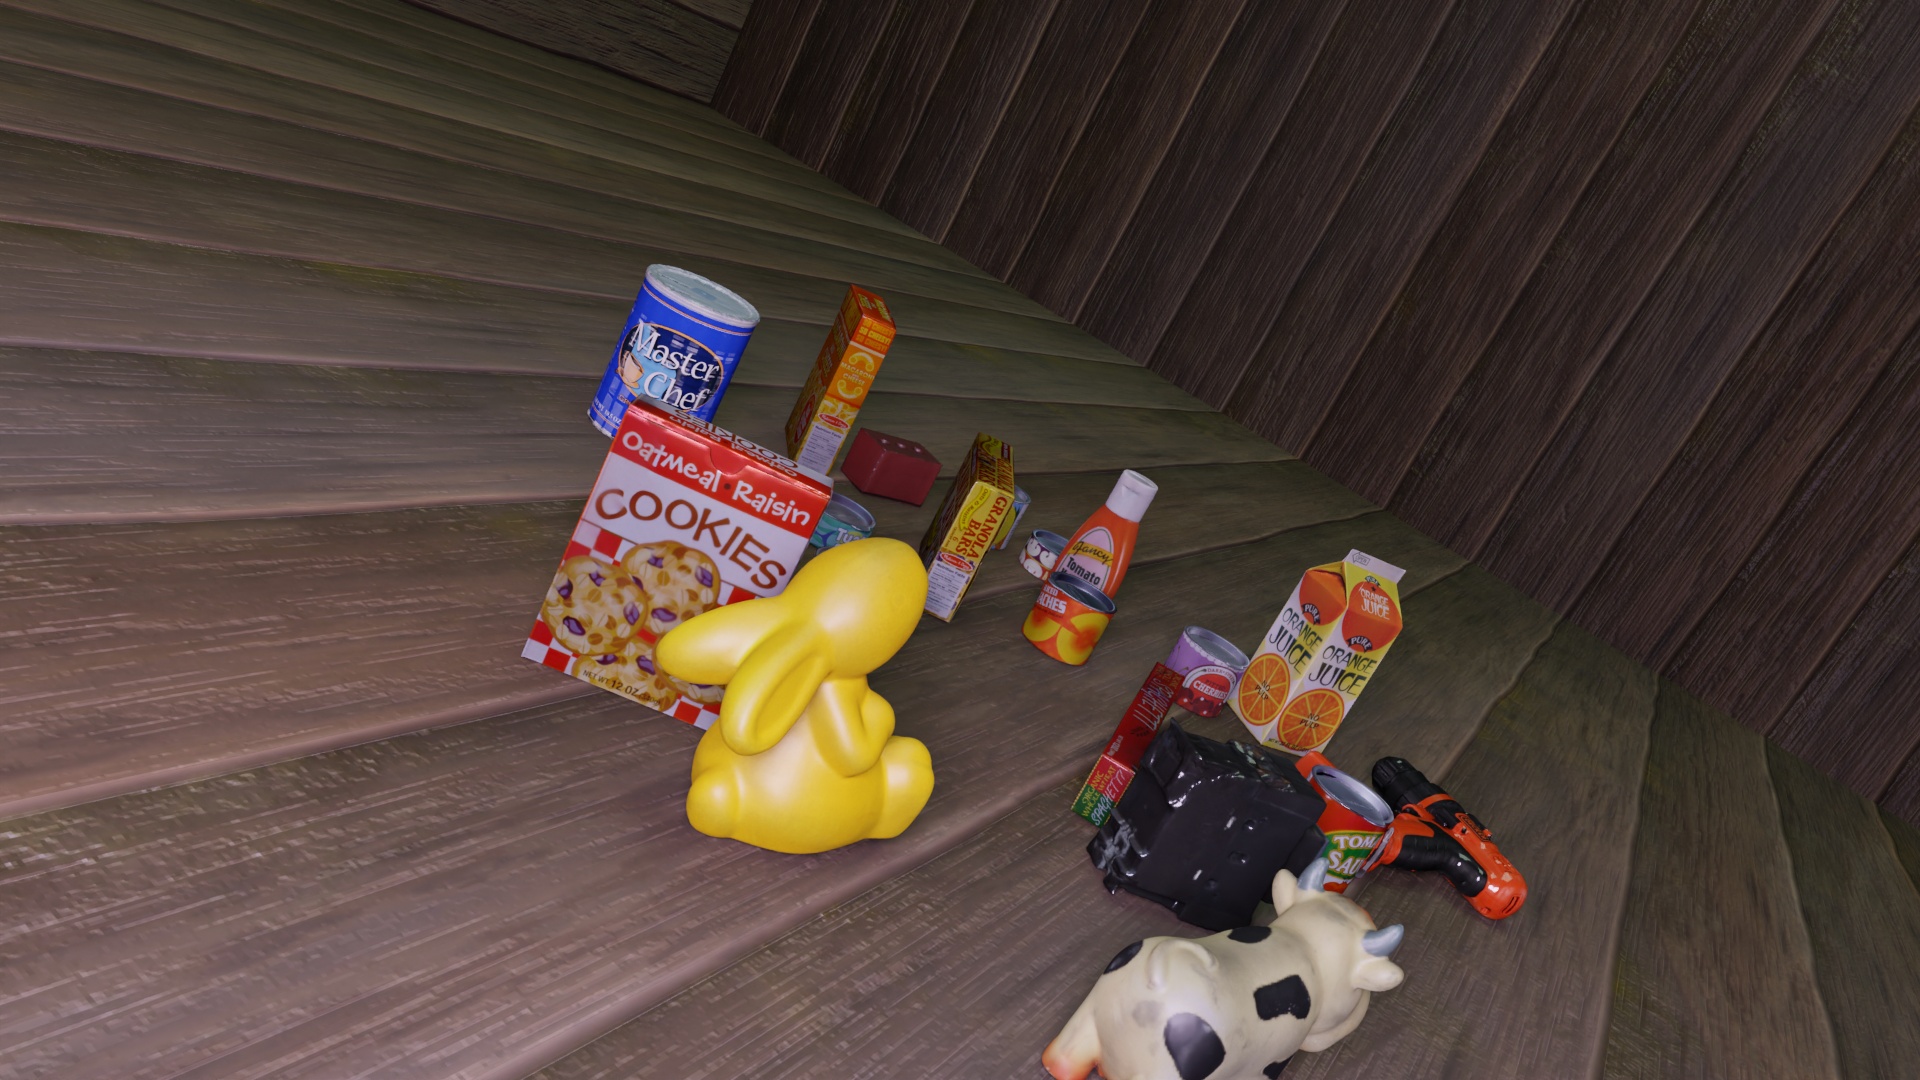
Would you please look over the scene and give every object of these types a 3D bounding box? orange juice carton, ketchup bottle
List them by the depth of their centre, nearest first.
[{"bbox_3d":[0.332,0.098,1.268,0.072,0.192,0.073,19,19,-27],"label":"orange juice carton"},{"bbox_3d":[0.135,0.005,1.312,0.065,0.148,0.043,34,18,20],"label":"ketchup bottle"}]

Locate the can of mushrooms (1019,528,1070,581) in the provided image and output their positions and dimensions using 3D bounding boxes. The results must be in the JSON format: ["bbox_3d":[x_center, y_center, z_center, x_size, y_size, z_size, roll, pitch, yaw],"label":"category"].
[{"bbox_3d":[0.096,0.020,1.404,0.071,0.033,0.071,25,17,-8],"label":"can of mushrooms"}]

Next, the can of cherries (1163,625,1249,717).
[{"bbox_3d":[0.220,0.120,1.263,0.071,0.058,0.072,25,17,-8],"label":"can of cherries"}]

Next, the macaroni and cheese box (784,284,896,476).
[{"bbox_3d":[-0.119,-0.156,1.359,0.040,0.166,0.124,22,18,-18],"label":"macaroni and cheese box"}]

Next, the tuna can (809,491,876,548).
[{"bbox_3d":[-0.108,-0.014,1.197,0.071,0.032,0.071,25,17,-8],"label":"tuna can"}]

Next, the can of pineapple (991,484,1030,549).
[{"bbox_3d":[0.028,-0.032,1.409,0.071,0.057,0.071,25,17,-8],"label":"can of pineapple"}]

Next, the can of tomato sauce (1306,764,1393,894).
[{"bbox_3d":[0.266,0.218,1.011,0.071,0.083,0.071,25,17,-8],"label":"can of tomato sauce"}]

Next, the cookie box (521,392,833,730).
[{"bbox_3d":[-0.163,0.015,0.804,0.123,0.167,0.040,24,17,-11],"label":"cookie box"}]

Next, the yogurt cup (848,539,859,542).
[{"bbox_3d":[-0.068,0.042,1.062,0.072,0.053,0.072,25,17,-8],"label":"yogurt cup"}]

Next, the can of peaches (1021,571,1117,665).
[{"bbox_3d":[0.093,0.068,1.222,0.071,0.058,0.071,25,17,-8],"label":"can of peaches"}]

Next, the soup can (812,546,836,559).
[{"bbox_3d":[-0.084,0.057,0.946,0.071,0.083,0.071,25,17,-8],"label":"soup can"}]

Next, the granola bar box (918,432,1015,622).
[{"bbox_3d":[0.004,-0.015,1.215,0.039,0.123,0.166,26,17,-7],"label":"granola bar box"}]

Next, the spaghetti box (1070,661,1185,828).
[{"bbox_3d":[0.132,0.150,1.061,0.029,0.050,0.251,31,17,9],"label":"spaghetti box"}]
